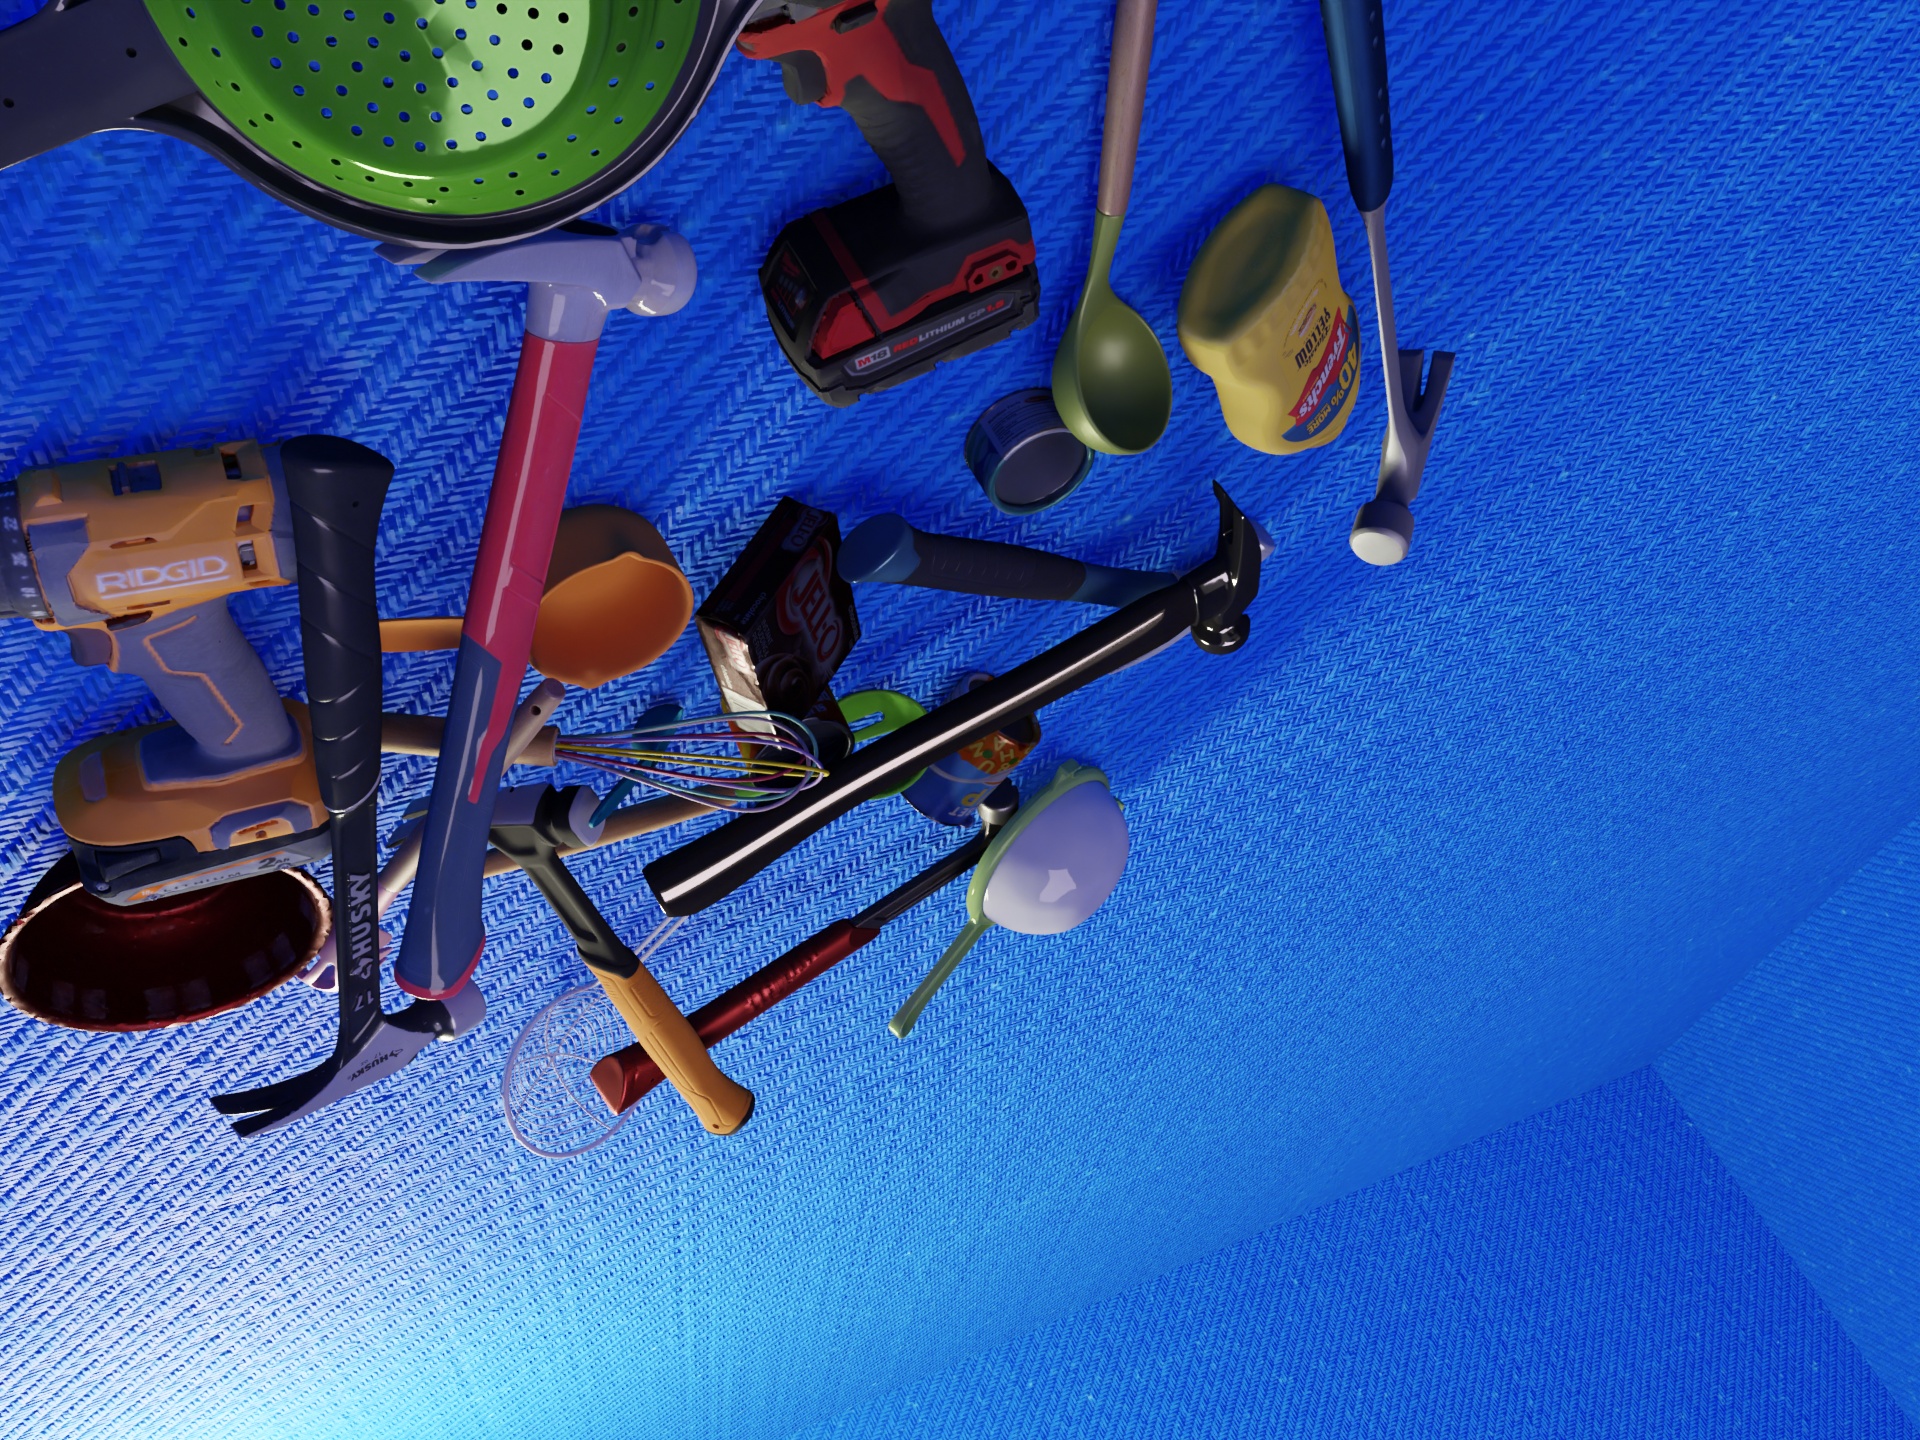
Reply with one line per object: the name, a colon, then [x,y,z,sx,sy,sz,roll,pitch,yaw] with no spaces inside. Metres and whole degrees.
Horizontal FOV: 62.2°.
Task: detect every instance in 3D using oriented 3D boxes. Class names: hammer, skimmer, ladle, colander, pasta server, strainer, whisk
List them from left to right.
colander: [-0.238,-0.199,0.477,0.397,0.095,0.204,-21,129,2]
hammer: [-0.289,0.045,0.743,0.149,0.036,0.408,-31,148,-42]
pasta server: [-0.292,0.067,0.858,0.060,0.040,0.316,37,125,-16]
hammer: [-0.216,-0.028,0.696,0.143,0.038,0.386,-25,141,-55]
whisk: [-0.191,0.014,0.835,0.245,0.047,0.051,5,111,-1]
hammer: [-0.214,0.159,0.980,0.127,0.034,0.336,-4,135,19]
skimmer: [-0.193,0.168,1.095,0.127,0.090,0.363,13,130,-48]
hammer: [-0.101,0.172,1.152,0.359,0.037,0.149,-32,151,-22]
hammer: [-0.001,-0.003,0.944,0.410,0.038,0.146,-29,152,-8]
strainer: [0.046,0.153,1.204,0.256,0.069,0.151,-51,155,0]
hammer: [0.057,-0.086,0.951,0.330,0.033,0.128,2,139,-48]
ladle: [0.083,-0.255,0.730,0.078,0.062,0.319,-52,159,-33]
hammer: [0.207,-0.258,0.794,0.035,0.144,0.405,8,150,25]

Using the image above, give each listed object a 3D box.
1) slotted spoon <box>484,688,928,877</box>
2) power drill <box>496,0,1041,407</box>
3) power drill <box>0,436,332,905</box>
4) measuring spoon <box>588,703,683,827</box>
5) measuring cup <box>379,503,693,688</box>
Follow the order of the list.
slotted spoon: [-0.167,0.049,0.993,0.313,0.070,0.031,-17,-175,-9]
power drill: [-0.062,-0.234,0.628,0.188,0.080,0.226,-24,146,-6]
power drill: [-0.372,-0.017,0.698,0.185,0.084,0.226,-13,141,-24]
measuring spoon: [-0.188,0.024,0.890,0.042,0.021,0.129,-62,-179,26]
measuring cup: [-0.219,-0.062,0.773,0.173,0.052,0.095,-6,141,-32]
